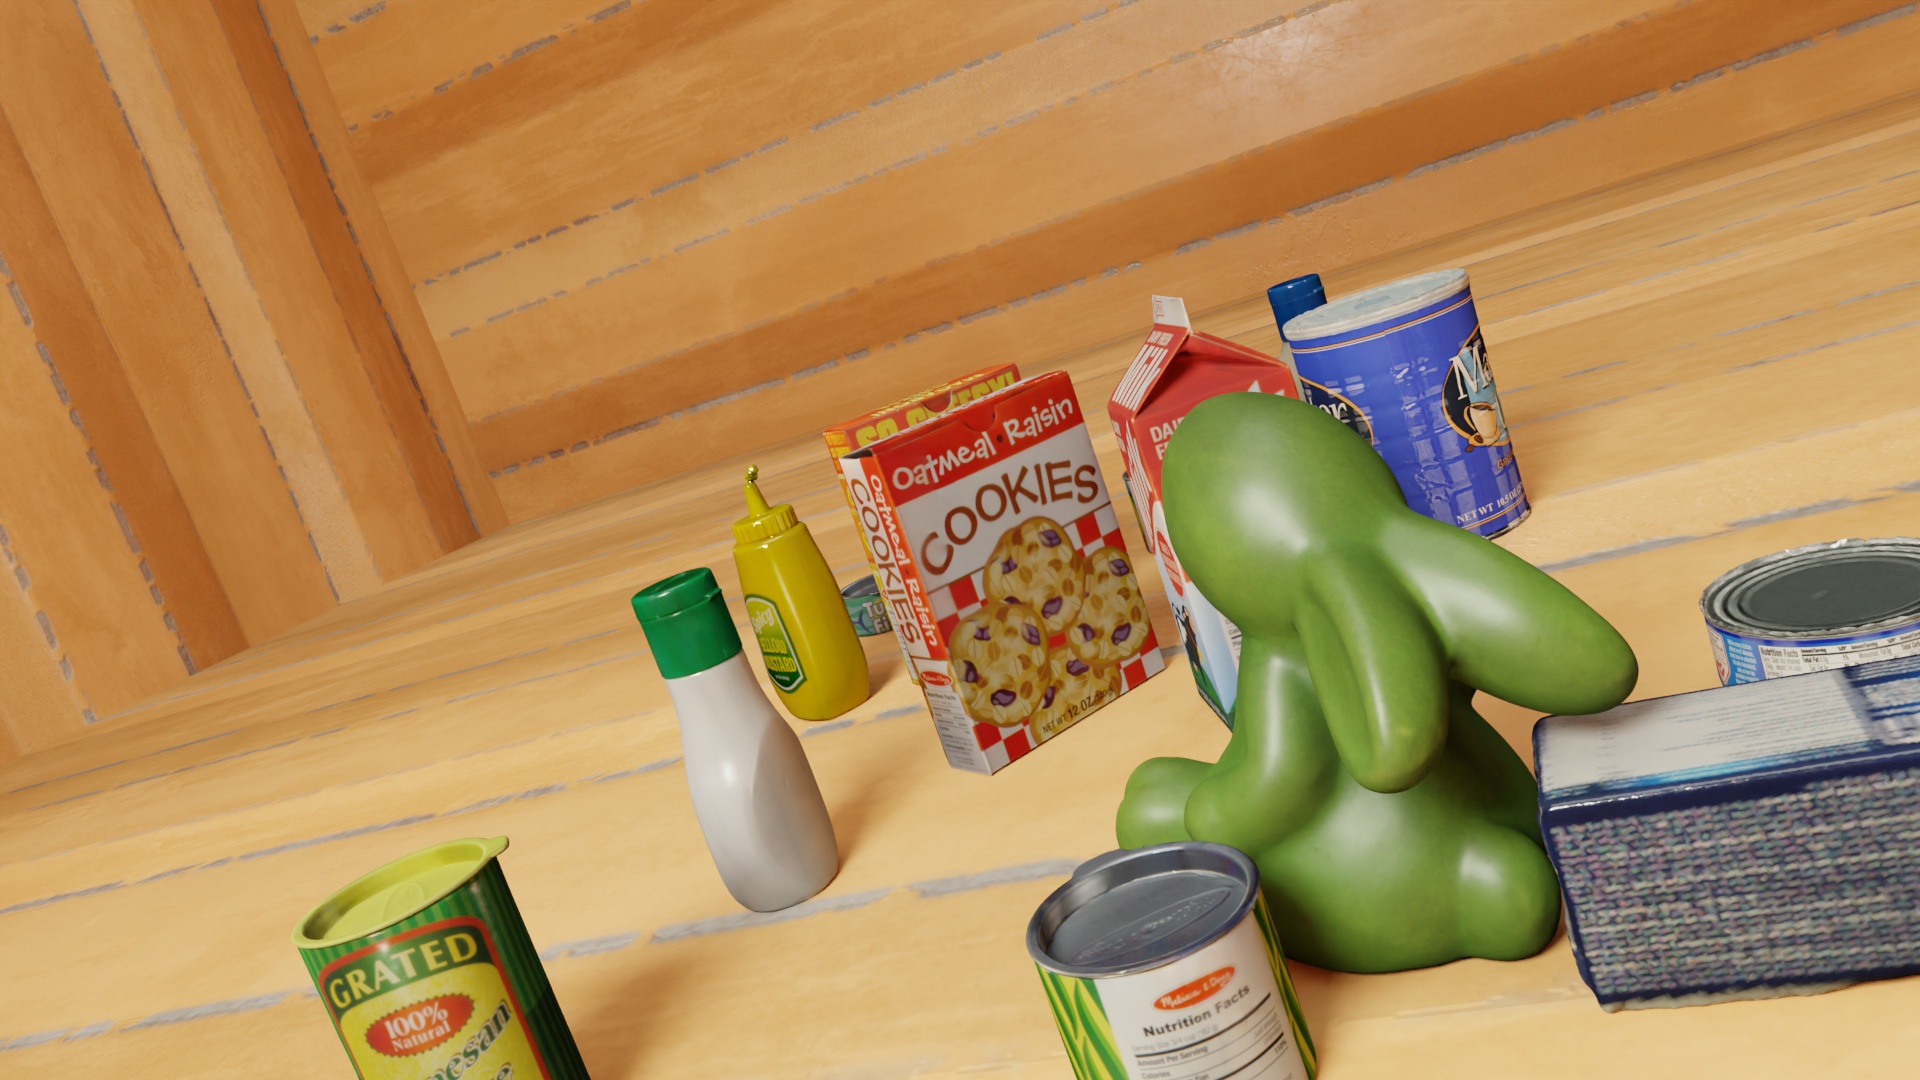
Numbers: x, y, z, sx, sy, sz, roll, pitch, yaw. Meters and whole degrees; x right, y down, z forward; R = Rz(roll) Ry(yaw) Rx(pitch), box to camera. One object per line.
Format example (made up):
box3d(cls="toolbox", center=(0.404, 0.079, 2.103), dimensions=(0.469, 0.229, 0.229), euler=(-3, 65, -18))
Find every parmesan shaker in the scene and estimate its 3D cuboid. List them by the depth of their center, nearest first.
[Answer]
box3d(cls="parmesan shaker", center=(-0.167, 0.161, 0.467), dimensions=(0.071, 0.103, 0.071), euler=(-19, 11, 4))

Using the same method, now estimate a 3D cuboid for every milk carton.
box3d(cls="milk carton", center=(0.120, -0.019, 0.625), dimensions=(0.073, 0.190, 0.072), euler=(-19, 10, 0))

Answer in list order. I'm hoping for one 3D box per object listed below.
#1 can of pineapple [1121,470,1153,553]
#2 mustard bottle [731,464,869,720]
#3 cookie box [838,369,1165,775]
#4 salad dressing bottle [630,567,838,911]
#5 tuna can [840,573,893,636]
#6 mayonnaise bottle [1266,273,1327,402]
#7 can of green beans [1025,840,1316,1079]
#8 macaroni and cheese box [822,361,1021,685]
box3d(cls="can of pineapple", center=(0.153, -0.029, 0.968), dimensions=(0.071, 0.057, 0.071), euler=(-19, 11, 4))
box3d(cls="mustard bottle", center=(-0.106, 0.030, 0.848), dimensions=(0.049, 0.160, 0.065), euler=(-27, 13, -35))
box3d(cls="cookie box", center=(0.025, 0.013, 0.692), dimensions=(0.123, 0.167, 0.040), euler=(-26, 12, -31))
box3d(cls="salad dressing bottle", center=(-0.098, 0.085, 0.600), dimensions=(0.044, 0.147, 0.064), euler=(-15, 11, 22))
box3d(cls="tuna can", center=(-0.055, 0.044, 1.028), dimensions=(0.071, 0.032, 0.071), euler=(-18, 11, 4))
box3d(cls="mayonnaise bottle", center=(0.247, -0.106, 0.950), dimensions=(0.065, 0.147, 0.041), euler=(-28, 14, -40))
box3d(cls="can of green beans", center=(0.058, 0.124, 0.381), dimensions=(0.071, 0.057, 0.071), euler=(-19, 11, 4))
box3d(cls="macaroni and cheese box", center=(0.003, -0.011, 0.848), dimensions=(0.124, 0.166, 0.040), euler=(-24, 11, -24))
